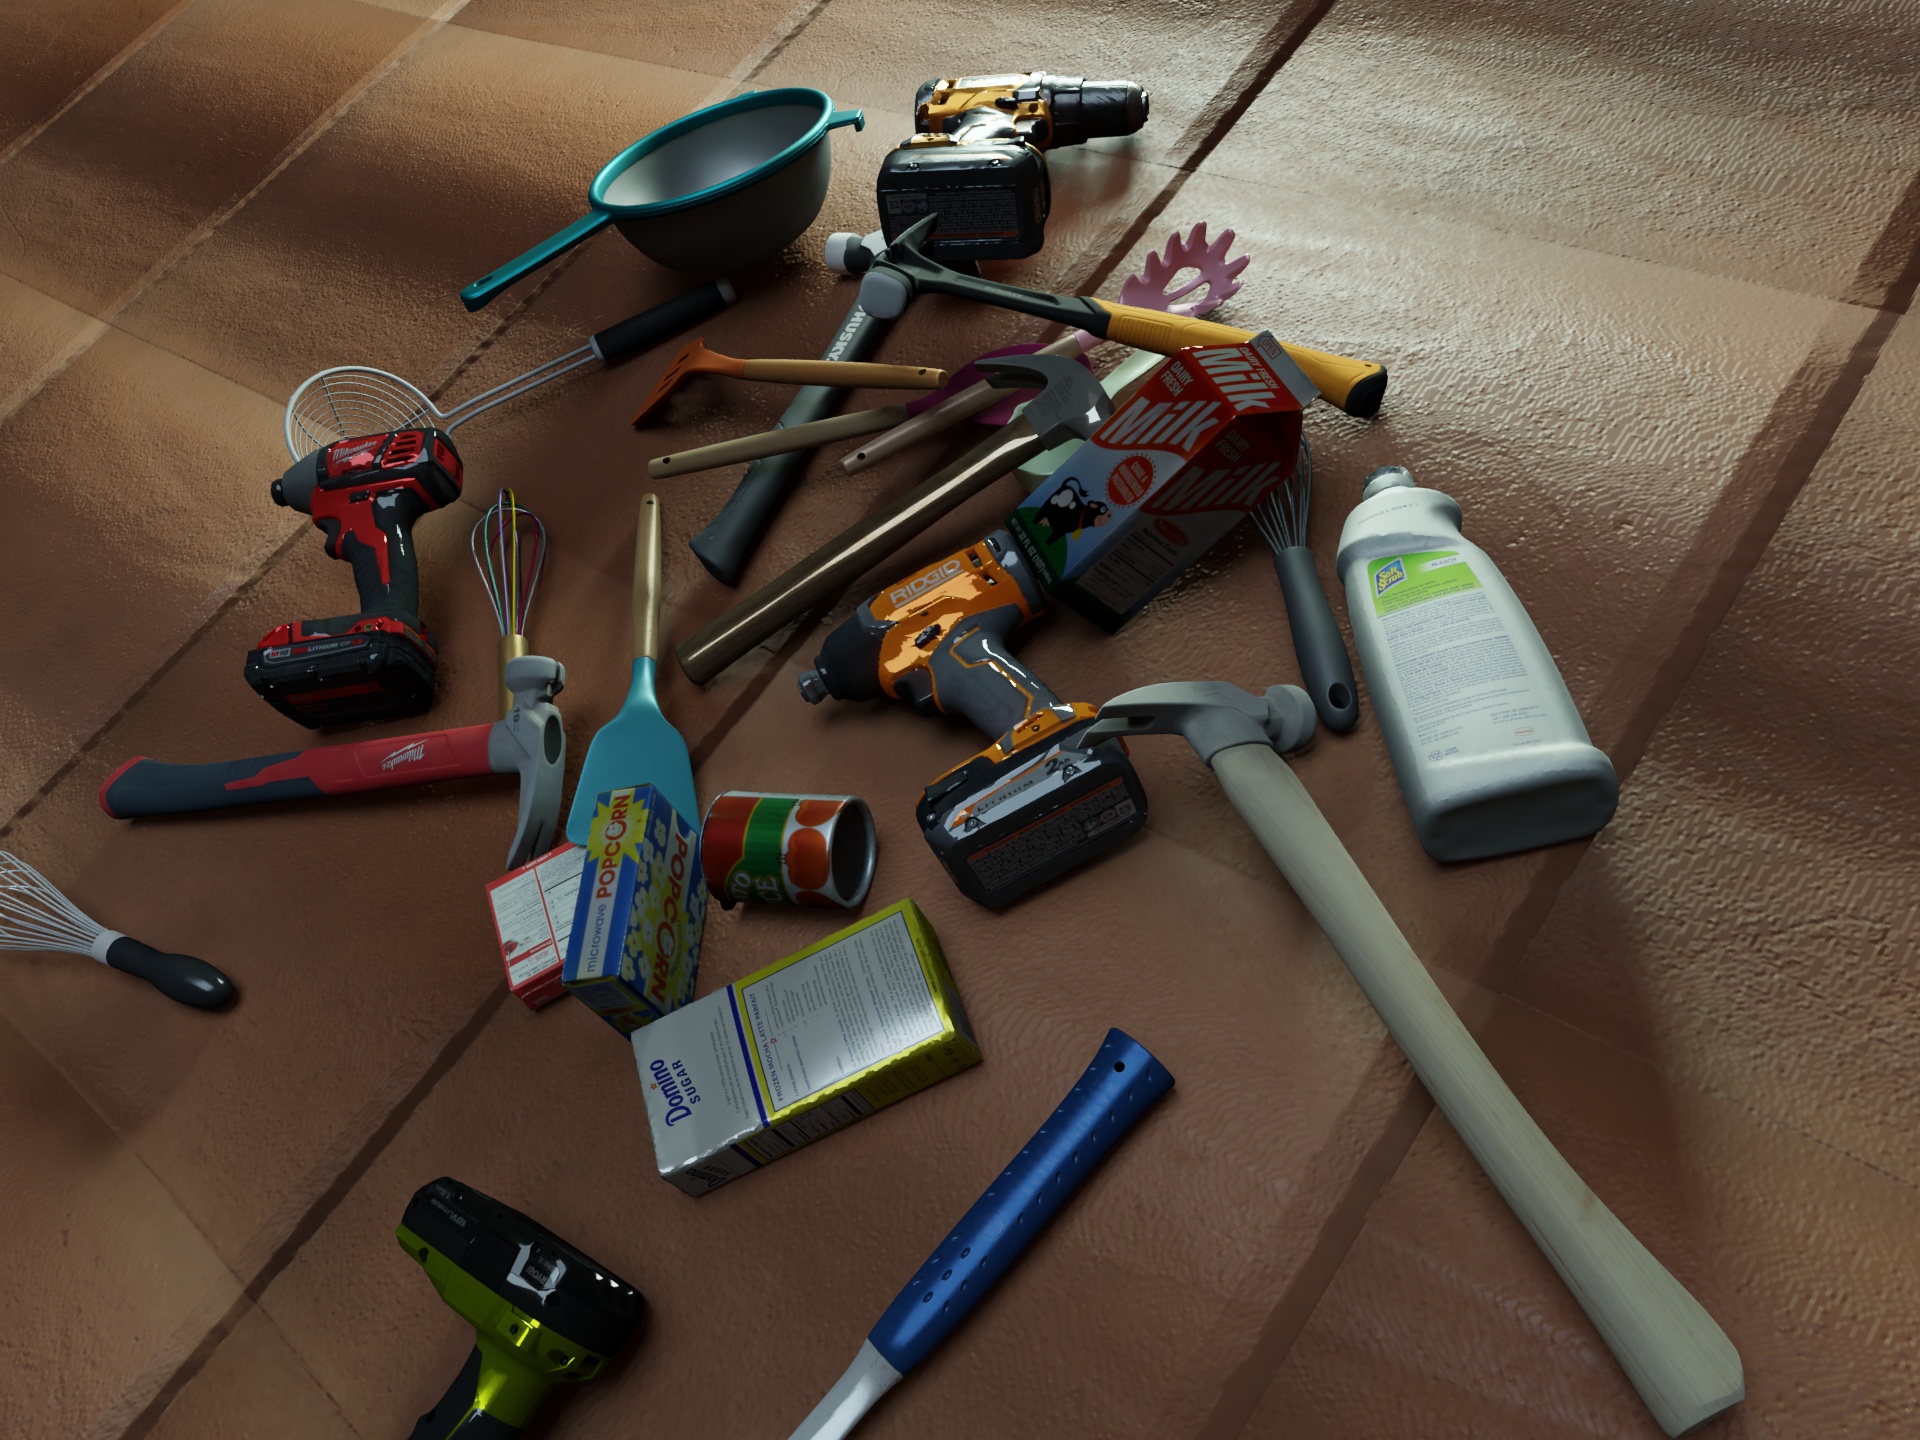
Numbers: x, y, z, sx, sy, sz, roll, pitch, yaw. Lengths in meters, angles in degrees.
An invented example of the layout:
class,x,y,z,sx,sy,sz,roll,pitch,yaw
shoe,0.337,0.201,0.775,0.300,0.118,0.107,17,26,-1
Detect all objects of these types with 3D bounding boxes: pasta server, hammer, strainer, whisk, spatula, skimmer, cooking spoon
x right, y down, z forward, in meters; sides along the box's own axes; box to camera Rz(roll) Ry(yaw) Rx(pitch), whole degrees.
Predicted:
class,x,y,z,sx,sy,sz,roll,pitch,yaw
pasta server,0.057,-0.249,1.093,0.316,0.040,0.060,-30,84,-8
hammer,-0.039,0.314,0.751,0.405,0.035,0.144,-46,52,-14
strainer,-0.236,-0.389,1.278,0.340,0.095,0.211,-38,40,-17
whisk,-0.600,0.146,1.086,0.285,0.070,0.070,14,62,24
hammer,-0.441,0.051,1.092,0.386,0.038,0.143,-7,71,21
spatula,-0.130,-0.246,1.148,0.323,0.041,0.081,13,65,39
whisk,-0.321,-0.070,1.142,0.047,0.051,0.245,-32,52,26
hammer,0.204,0.134,0.744,0.146,0.038,0.411,-3,46,-33
hammer,-0.048,-0.127,1.042,0.331,0.031,0.130,-33,56,9
whisk,0.201,-0.095,0.945,0.055,0.055,0.239,-15,57,11
spatula,-0.216,-0.047,1.081,0.082,0.044,0.318,1,44,-9
skimmer,-0.352,-0.279,1.267,0.363,0.090,0.127,-25,83,0
hammer,-0.101,-0.237,1.172,0.146,0.035,0.335,12,62,29
hammer,0.111,-0.259,1.036,0.337,0.034,0.127,17,37,8
cooking spoon,-0.062,-0.210,1.115,0.319,0.017,0.069,-12,65,0

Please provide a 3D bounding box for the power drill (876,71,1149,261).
class,x,y,z,sx,sy,sz,roll,pitch,yaw
power drill,0.041,-0.431,1.207,0.185,0.084,0.226,2,41,13

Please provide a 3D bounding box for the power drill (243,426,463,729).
class,x,y,z,sx,sy,sz,roll,pitch,yaw
power drill,-0.446,-0.111,1.162,0.143,0.078,0.220,-7,63,8

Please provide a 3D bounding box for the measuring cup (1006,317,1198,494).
class,x,y,z,sx,sy,sz,roll,pitch,yaw
measuring cup,0.102,-0.210,1.070,0.167,0.038,0.083,-41,51,-12

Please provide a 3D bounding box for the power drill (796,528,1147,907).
class,x,y,z,sx,sy,sz,roll,pitch,yaw
power drill,-0.001,-0.003,0.938,0.164,0.084,0.227,-28,47,2

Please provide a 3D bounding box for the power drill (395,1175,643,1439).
class,x,y,z,sx,sy,sz,roll,pitch,yaw
power drill,-0.284,0.355,0.796,0.191,0.080,0.228,19,68,31
